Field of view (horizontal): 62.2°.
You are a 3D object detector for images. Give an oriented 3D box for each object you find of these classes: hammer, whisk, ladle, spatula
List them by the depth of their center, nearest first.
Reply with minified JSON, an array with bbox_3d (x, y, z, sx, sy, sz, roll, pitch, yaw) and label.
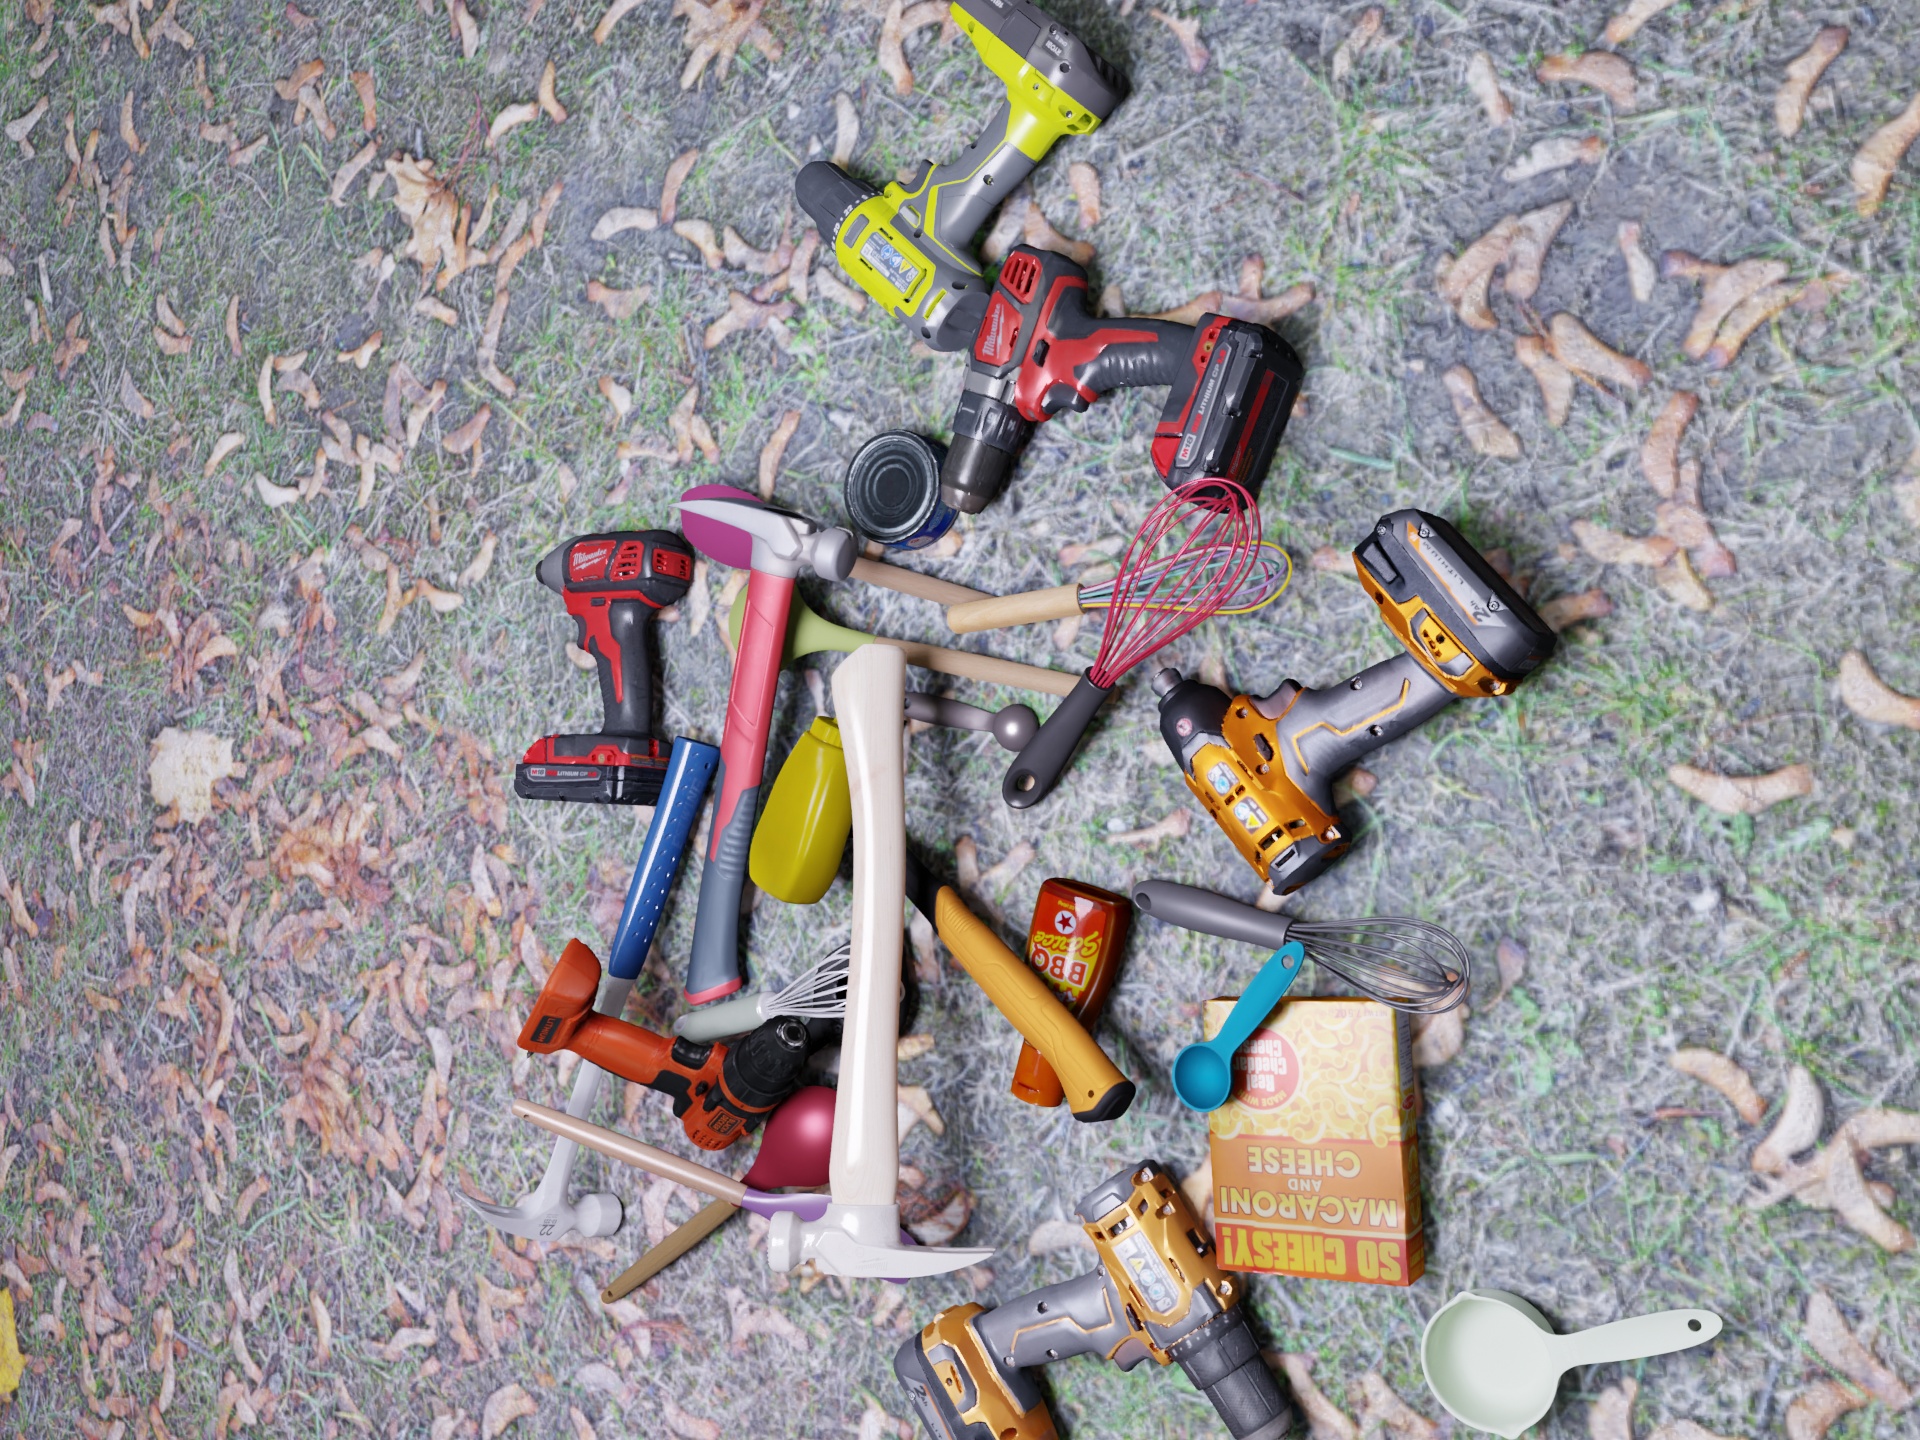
[{"bbox_3d":[0.204,0.131,0.986,0.239,0.055,0.055,11,93,41],"label":"whisk"},{"bbox_3d":[0.100,-0.039,1.026,0.073,0.073,0.295,51,131,22],"label":"whisk"},{"bbox_3d":[-0.047,0.153,1.053,0.146,0.038,0.411,0,81,4],"label":"hammer"},{"bbox_3d":[0.101,-0.082,1.063,0.245,0.051,0.047,-7,91,27],"label":"whisk"},{"bbox_3d":[0.006,0.138,1.082,0.337,0.034,0.127,45,112,36],"label":"hammer"},{"bbox_3d":[-0.032,-0.049,1.154,0.320,0.062,0.078,12,96,23],"label":"ladle"},{"bbox_3d":[-0.132,0.207,1.155,0.246,0.059,0.058,-22,33,41],"label":"whisk"},{"bbox_3d":[-0.180,0.335,1.155,0.316,0.018,0.059,19,115,6],"label":"spatula"},{"bbox_3d":[-0.176,0.029,1.182,0.143,0.038,0.386,18,108,20],"label":"hammer"},{"bbox_3d":[-0.185,0.372,1.205,0.315,0.031,0.069,-43,77,29],"label":"ladle"},{"bbox_3d":[-0.270,0.208,1.234,0.035,0.144,0.405,18,89,41],"label":"hammer"}]

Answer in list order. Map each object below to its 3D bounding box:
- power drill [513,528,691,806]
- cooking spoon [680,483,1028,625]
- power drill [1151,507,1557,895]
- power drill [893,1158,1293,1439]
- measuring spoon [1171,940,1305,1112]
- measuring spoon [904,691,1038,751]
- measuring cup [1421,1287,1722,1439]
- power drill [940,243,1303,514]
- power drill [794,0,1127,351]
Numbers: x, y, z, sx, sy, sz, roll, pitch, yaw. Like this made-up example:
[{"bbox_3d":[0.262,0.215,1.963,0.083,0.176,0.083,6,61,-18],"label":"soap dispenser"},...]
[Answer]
[{"bbox_3d":[-0.291,-0.043,1.279,0.143,0.078,0.220,1,85,30],"label":"power drill"},{"bbox_3d":[-0.087,-0.117,1.187,0.319,0.017,0.068,18,124,26],"label":"cooking spoon"},{"bbox_3d":[0.226,-0.023,0.976,0.226,0.084,0.164,-47,67,24],"label":"power drill"},{"bbox_3d":[0.089,0.421,1.033,0.226,0.084,0.185,-40,70,17],"label":"power drill"},{"bbox_3d":[0.176,0.186,0.977,0.042,0.021,0.128,44,110,35],"label":"measuring spoon"},{"bbox_3d":[-0.002,-0.004,1.139,0.124,0.018,0.034,12,91,30],"label":"measuring spoon"},{"bbox_3d":[0.349,0.355,0.909,0.167,0.038,0.083,-23,76,25],"label":"measuring cup"},{"bbox_3d":[0.093,-0.205,1.066,0.227,0.080,0.188,26,100,31],"label":"power drill"},{"bbox_3d":[-0.009,-0.405,1.134,0.191,0.080,0.228,48,112,23],"label":"power drill"}]
